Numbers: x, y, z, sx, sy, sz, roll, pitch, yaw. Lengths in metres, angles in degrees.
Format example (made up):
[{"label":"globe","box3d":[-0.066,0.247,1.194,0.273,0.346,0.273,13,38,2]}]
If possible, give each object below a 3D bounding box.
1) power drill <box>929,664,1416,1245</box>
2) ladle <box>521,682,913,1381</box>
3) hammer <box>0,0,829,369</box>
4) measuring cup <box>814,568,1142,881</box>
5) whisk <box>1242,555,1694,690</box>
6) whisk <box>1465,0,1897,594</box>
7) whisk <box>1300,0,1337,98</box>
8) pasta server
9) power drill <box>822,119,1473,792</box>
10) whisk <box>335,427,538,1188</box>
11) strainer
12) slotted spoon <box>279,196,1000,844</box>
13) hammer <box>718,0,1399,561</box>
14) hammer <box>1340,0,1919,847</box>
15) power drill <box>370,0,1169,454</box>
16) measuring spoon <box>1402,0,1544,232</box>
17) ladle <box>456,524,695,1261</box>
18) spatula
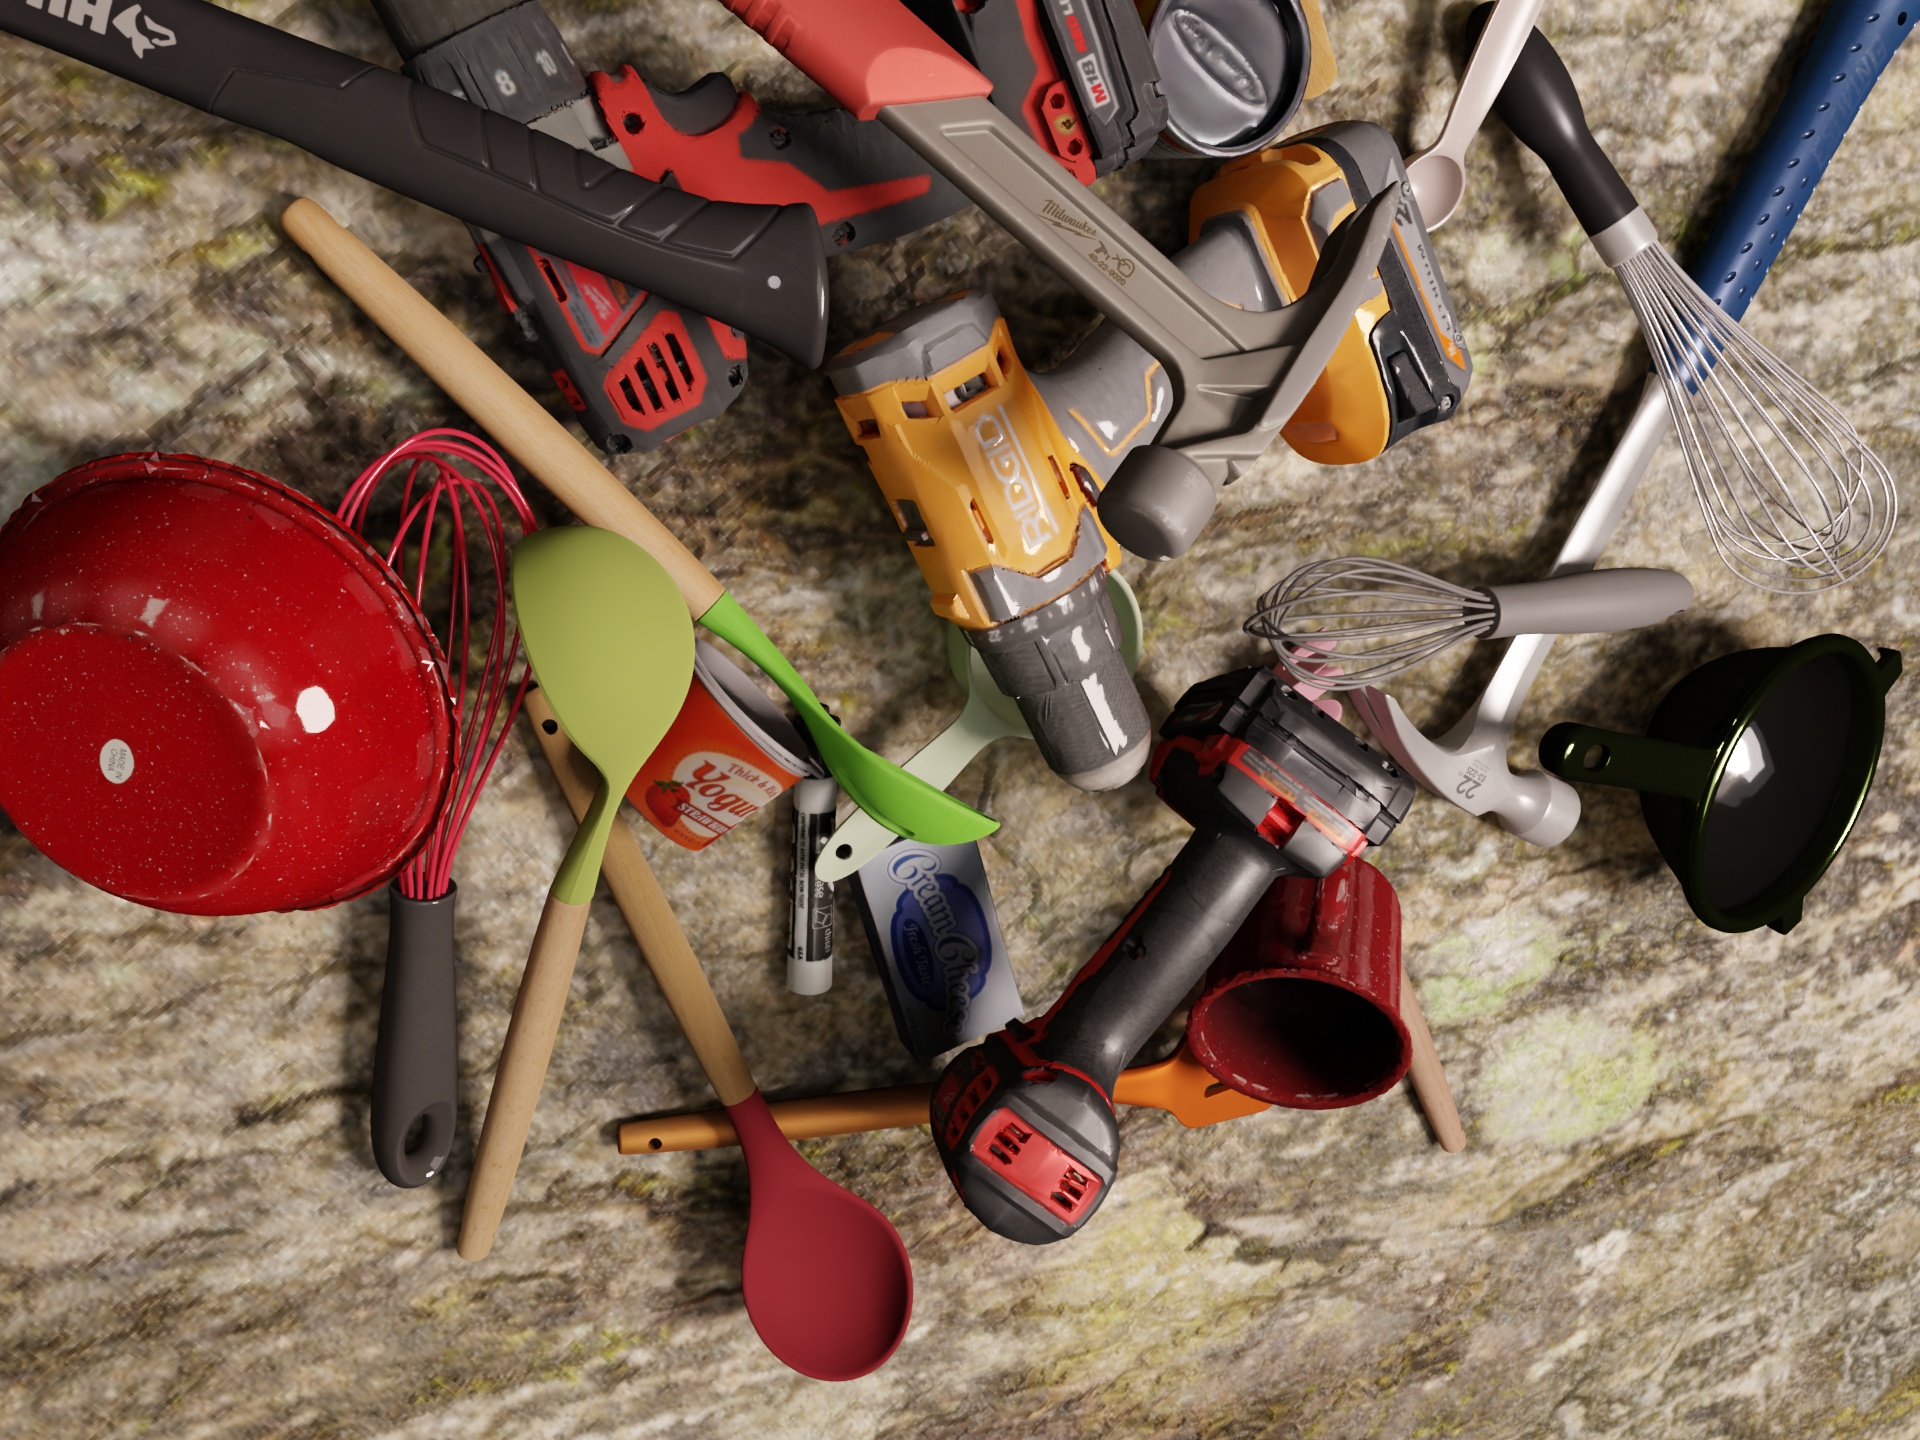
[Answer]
[{"label":"power drill","box3d":[0.068,0.090,0.615,0.078,0.143,0.220,37,84,-2]},{"label":"ladle","box3d":[-0.099,0.127,0.626,0.069,0.031,0.315,-25,107,-10]},{"label":"hammer","box3d":[-0.193,-0.174,0.452,0.334,0.035,0.146,20,103,-11]},{"label":"measuring cup","box3d":[-0.001,-0.002,0.635,0.167,0.038,0.083,-45,118,-1]},{"label":"whisk","box3d":[0.221,-0.047,0.665,0.239,0.055,0.055,-6,109,-26]},{"label":"whisk","box3d":[0.289,-0.172,0.656,0.070,0.070,0.284,-37,97,-7]},{"label":"whisk","box3d":[0.083,-0.322,0.542,0.047,0.051,0.244,-25,133,11]},{"label":"pasta server","box3d":[0.199,0.095,0.748,0.040,0.060,0.316,-16,120,20]},{"label":"power drill","box3d":[0.082,-0.098,0.588,0.226,0.084,0.185,-33,109,-19]},{"label":"whisk","box3d":[-0.190,0.042,0.562,0.073,0.073,0.295,0,113,-22]},{"label":"strainer","box3d":[0.334,0.017,0.745,0.256,0.069,0.151,7,104,-35]},{"label":"slotted spoon","box3d":[-0.105,-0.057,0.546,0.313,0.070,0.031,44,85,-14]},{"label":"hammer","box3d":[-0.034,-0.209,0.457,0.359,0.037,0.149,38,72,-13]},{"label":"hammer","box3d":[0.312,-0.144,0.716,0.144,0.035,0.405,23,97,-27]},{"label":"power drill","box3d":[-0.065,-0.215,0.518,0.226,0.080,0.187,-30,114,-8]},{"label":"measuring spoon","box3d":[0.202,-0.254,0.629,0.034,0.018,0.124,6,122,-28]},{"label":"ladle","box3d":[-0.155,0.078,0.561,0.062,0.078,0.320,16,118,-11]},{"label":"spatula","box3d":[0.012,0.161,0.703,0.322,0.041,0.081,-2,108,-17]}]
